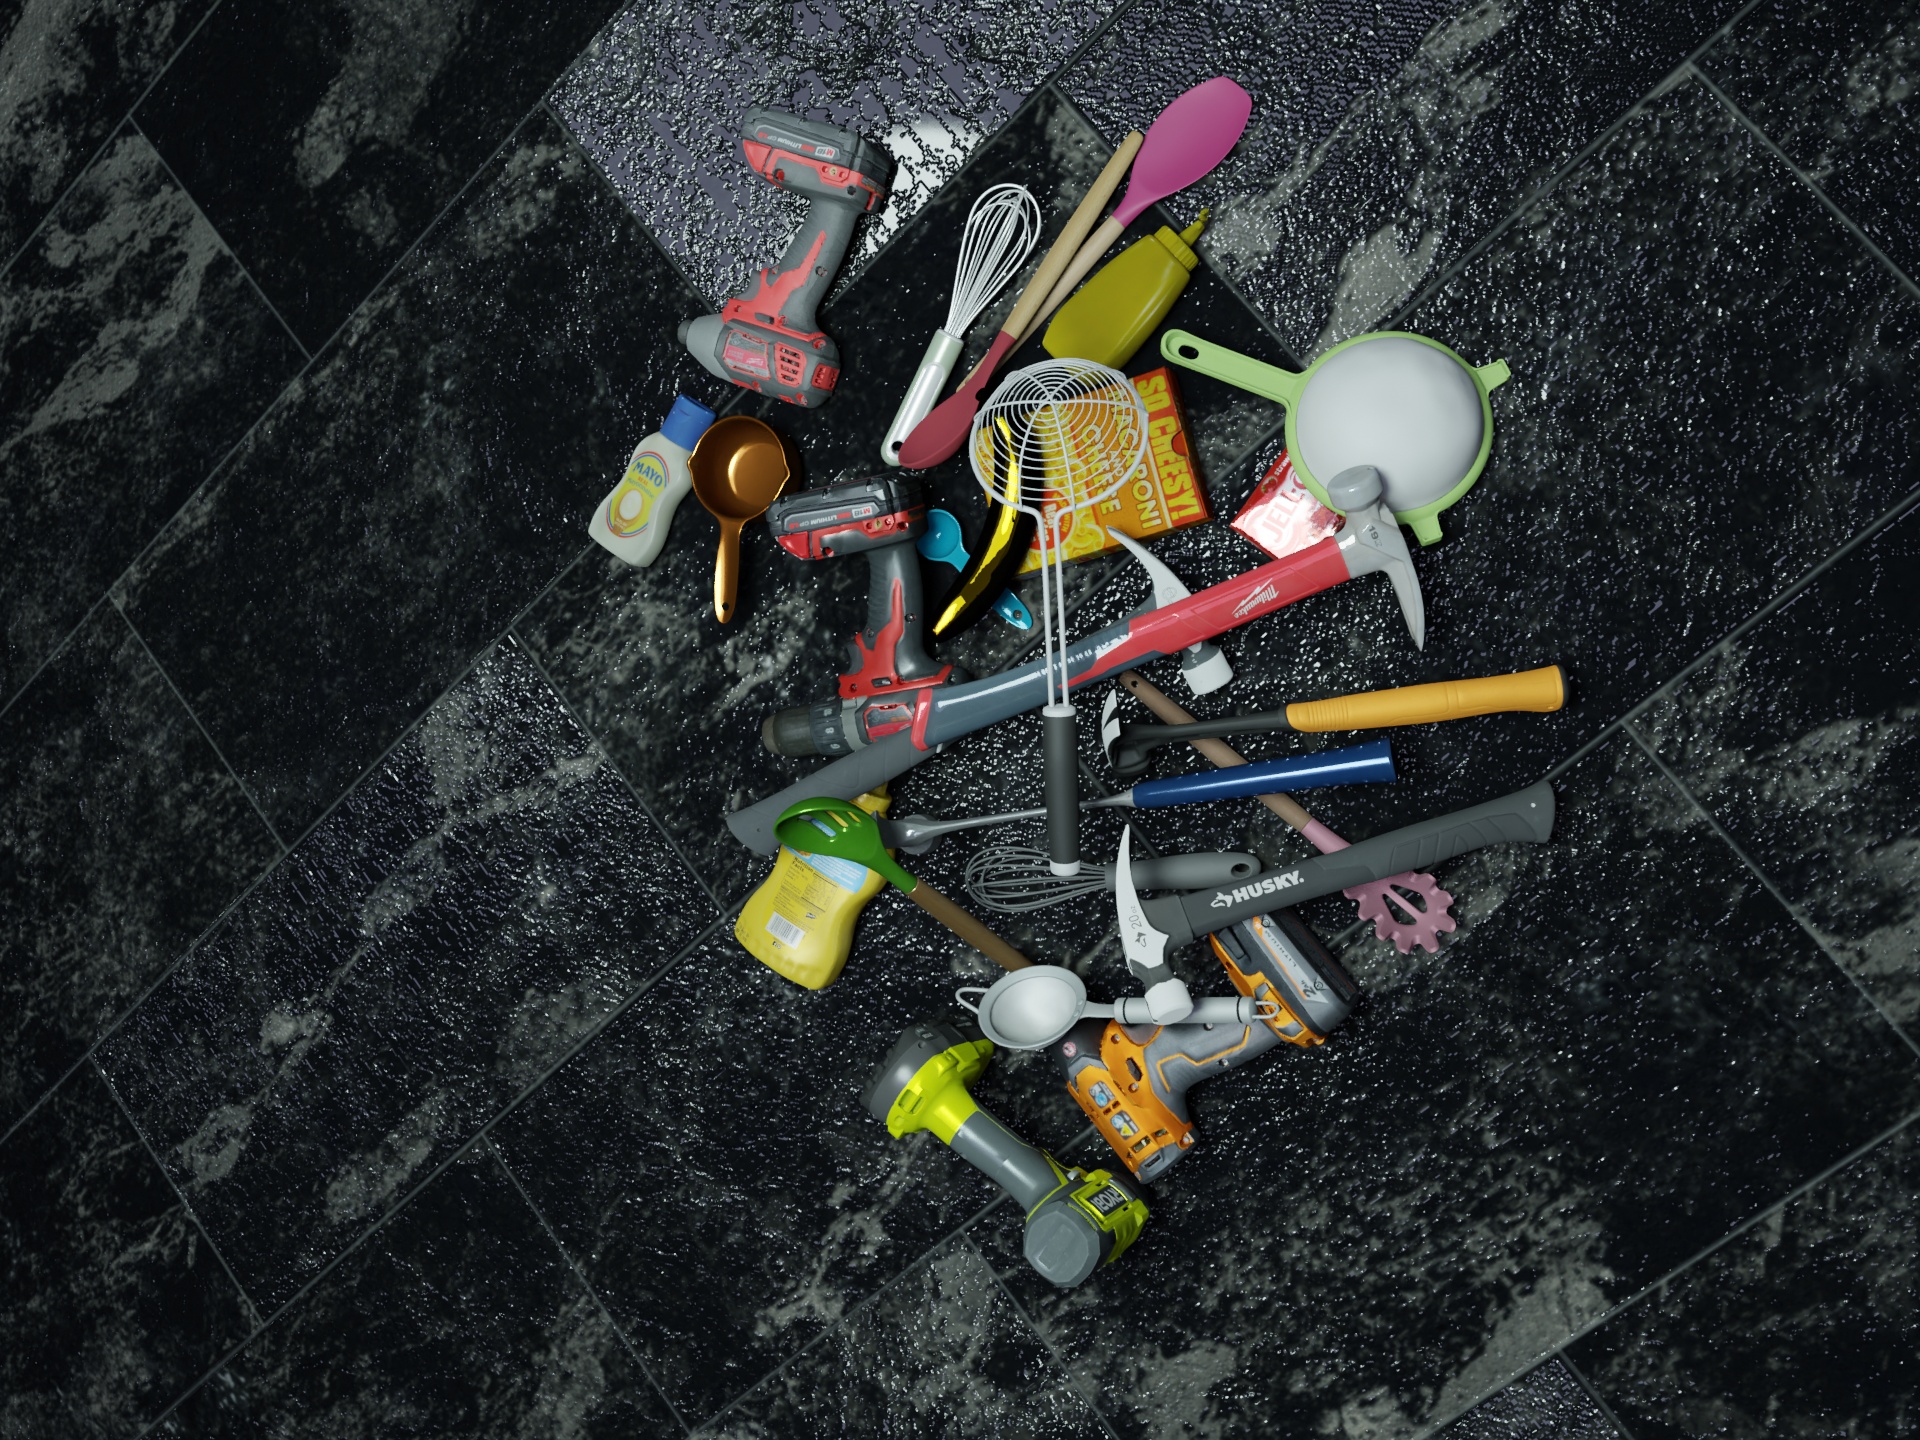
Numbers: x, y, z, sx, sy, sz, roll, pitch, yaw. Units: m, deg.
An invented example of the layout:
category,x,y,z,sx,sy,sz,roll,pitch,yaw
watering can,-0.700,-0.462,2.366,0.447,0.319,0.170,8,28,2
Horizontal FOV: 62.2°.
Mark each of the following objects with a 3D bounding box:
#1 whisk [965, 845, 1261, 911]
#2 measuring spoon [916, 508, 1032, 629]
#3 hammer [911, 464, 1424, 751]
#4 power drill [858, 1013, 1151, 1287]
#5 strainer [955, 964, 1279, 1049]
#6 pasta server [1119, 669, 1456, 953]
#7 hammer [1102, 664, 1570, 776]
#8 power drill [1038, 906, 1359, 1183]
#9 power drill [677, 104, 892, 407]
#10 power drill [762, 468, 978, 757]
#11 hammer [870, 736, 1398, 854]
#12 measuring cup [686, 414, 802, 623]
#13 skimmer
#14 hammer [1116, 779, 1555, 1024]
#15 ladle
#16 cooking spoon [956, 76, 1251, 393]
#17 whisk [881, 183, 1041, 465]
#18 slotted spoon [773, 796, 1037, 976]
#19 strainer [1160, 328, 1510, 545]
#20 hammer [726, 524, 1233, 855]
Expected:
category,x,y,z,sx,sy,sz,roll,pitch,yaw
whisk,0.118,0.121,1.264,0.239,0.055,0.055,-5,91,14
measuring spoon,0.014,-0.123,1.305,0.128,0.021,0.042,45,110,2
hammer,0.146,-0.049,1.179,0.386,0.038,0.143,-22,114,11
power drill,0.044,0.332,1.239,0.223,0.171,0.080,38,103,22
strainer,0.116,0.220,1.195,0.258,0.087,0.050,-6,124,31
pasta server,0.244,0.062,1.221,0.316,0.040,0.060,41,97,14
hammer,0.272,-0.007,1.163,0.337,0.127,0.034,-7,72,7
power drill,0.173,0.230,1.230,0.226,0.084,0.164,-43,77,18
power drill,-0.149,-0.382,1.318,0.143,0.078,0.219,21,101,17
power drill,-0.092,-0.077,1.297,0.188,0.080,0.226,-9,101,18
hammer,0.122,0.061,1.206,0.405,0.144,0.035,-10,83,18
measuring cup,-0.182,-0.169,1.348,0.095,0.052,0.173,9,97,18
skimmer,0.075,-0.073,1.141,0.127,0.090,0.363,0,104,15
hammer,0.274,0.105,1.159,0.335,0.035,0.146,-17,58,-2
ladle,0.051,-0.327,1.255,0.315,0.031,0.069,-56,33,6
cooking spoon,0.107,-0.375,1.261,0.319,0.017,0.069,-46,66,14
whisk,-0.004,-0.318,1.287,0.057,0.059,0.246,25,105,-9
slotted spoon,-0.024,0.137,1.207,0.070,0.313,0.031,-26,43,29
strainer,0.266,-0.243,1.164,0.256,0.069,0.151,24,84,11
hammer,-0.002,-0.004,1.240,0.409,0.036,0.149,-28,100,9
